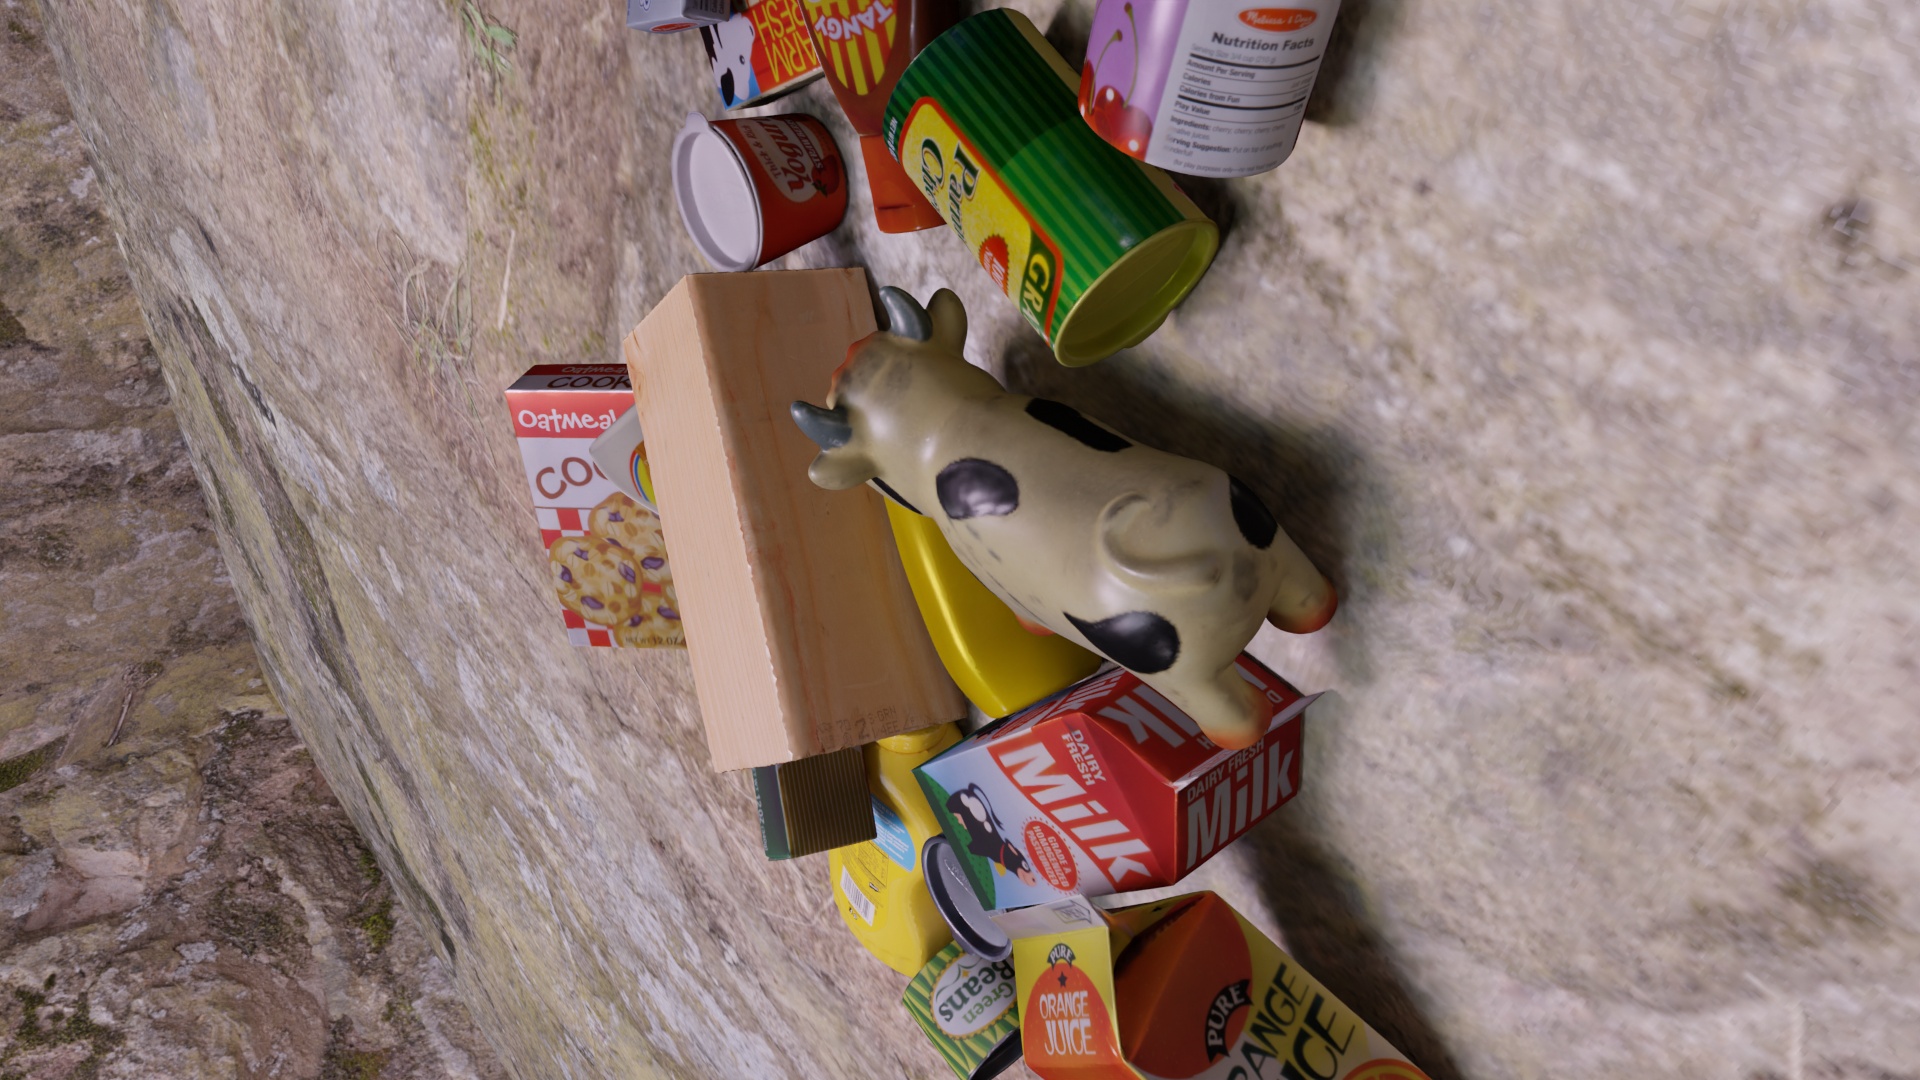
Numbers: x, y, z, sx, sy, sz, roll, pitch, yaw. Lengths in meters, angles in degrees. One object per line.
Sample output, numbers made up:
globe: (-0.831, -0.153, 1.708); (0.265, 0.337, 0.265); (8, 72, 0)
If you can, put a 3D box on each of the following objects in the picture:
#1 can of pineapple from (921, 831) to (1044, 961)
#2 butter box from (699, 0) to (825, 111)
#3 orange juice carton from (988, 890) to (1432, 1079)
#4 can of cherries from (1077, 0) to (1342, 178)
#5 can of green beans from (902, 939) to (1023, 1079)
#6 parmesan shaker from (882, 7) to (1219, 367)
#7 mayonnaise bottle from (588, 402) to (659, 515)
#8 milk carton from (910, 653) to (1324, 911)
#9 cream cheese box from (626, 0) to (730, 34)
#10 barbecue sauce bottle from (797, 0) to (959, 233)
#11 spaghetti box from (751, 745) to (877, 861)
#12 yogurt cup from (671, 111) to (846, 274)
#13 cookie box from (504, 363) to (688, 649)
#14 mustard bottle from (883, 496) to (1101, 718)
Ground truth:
can of pineapple: (0.023, 0.160, 0.670); (0.071, 0.058, 0.070); (34, 137, 39)
butter box: (-0.074, -0.216, 0.580); (0.103, 0.024, 0.053); (4, 116, 54)
orange juice carton: (0.096, 0.194, 0.513); (0.192, 0.073, 0.071); (41, 148, -8)
can of cherries: (0.069, -0.145, 0.390); (0.071, 0.072, 0.058); (43, 143, 29)
can of green beans: (0.011, 0.247, 0.740); (0.058, 0.071, 0.070); (47, 144, 26)
parmesan shaker: (0.028, -0.117, 0.466); (0.103, 0.071, 0.071); (53, 146, 18)
mayonnaise bottle: (-0.120, -0.015, 0.726); (0.064, 0.041, 0.148); (-40, 104, 15)
milk carton: (0.062, 0.094, 0.556); (0.073, 0.072, 0.190); (62, 147, 3)
cream cheese box: (-0.115, -0.267, 0.576); (0.053, 0.024, 0.103); (17, 106, 48)
barbecue sauce bottle: (-0.028, -0.191, 0.513); (0.065, 0.044, 0.148); (4, 117, 37)
spaghetti box: (-0.088, 0.028, 0.683); (0.028, 0.050, 0.250); (-20, 78, 54)
yogurt cup: (-0.087, -0.156, 0.612); (0.072, 0.054, 0.072); (34, 137, 39)
cookie box: (-0.176, -0.018, 0.790); (0.123, 0.040, 0.166); (1, 119, 12)
mustard bottle: (0.002, -0.007, 0.583); (0.160, 0.065, 0.048); (65, 166, 7)
